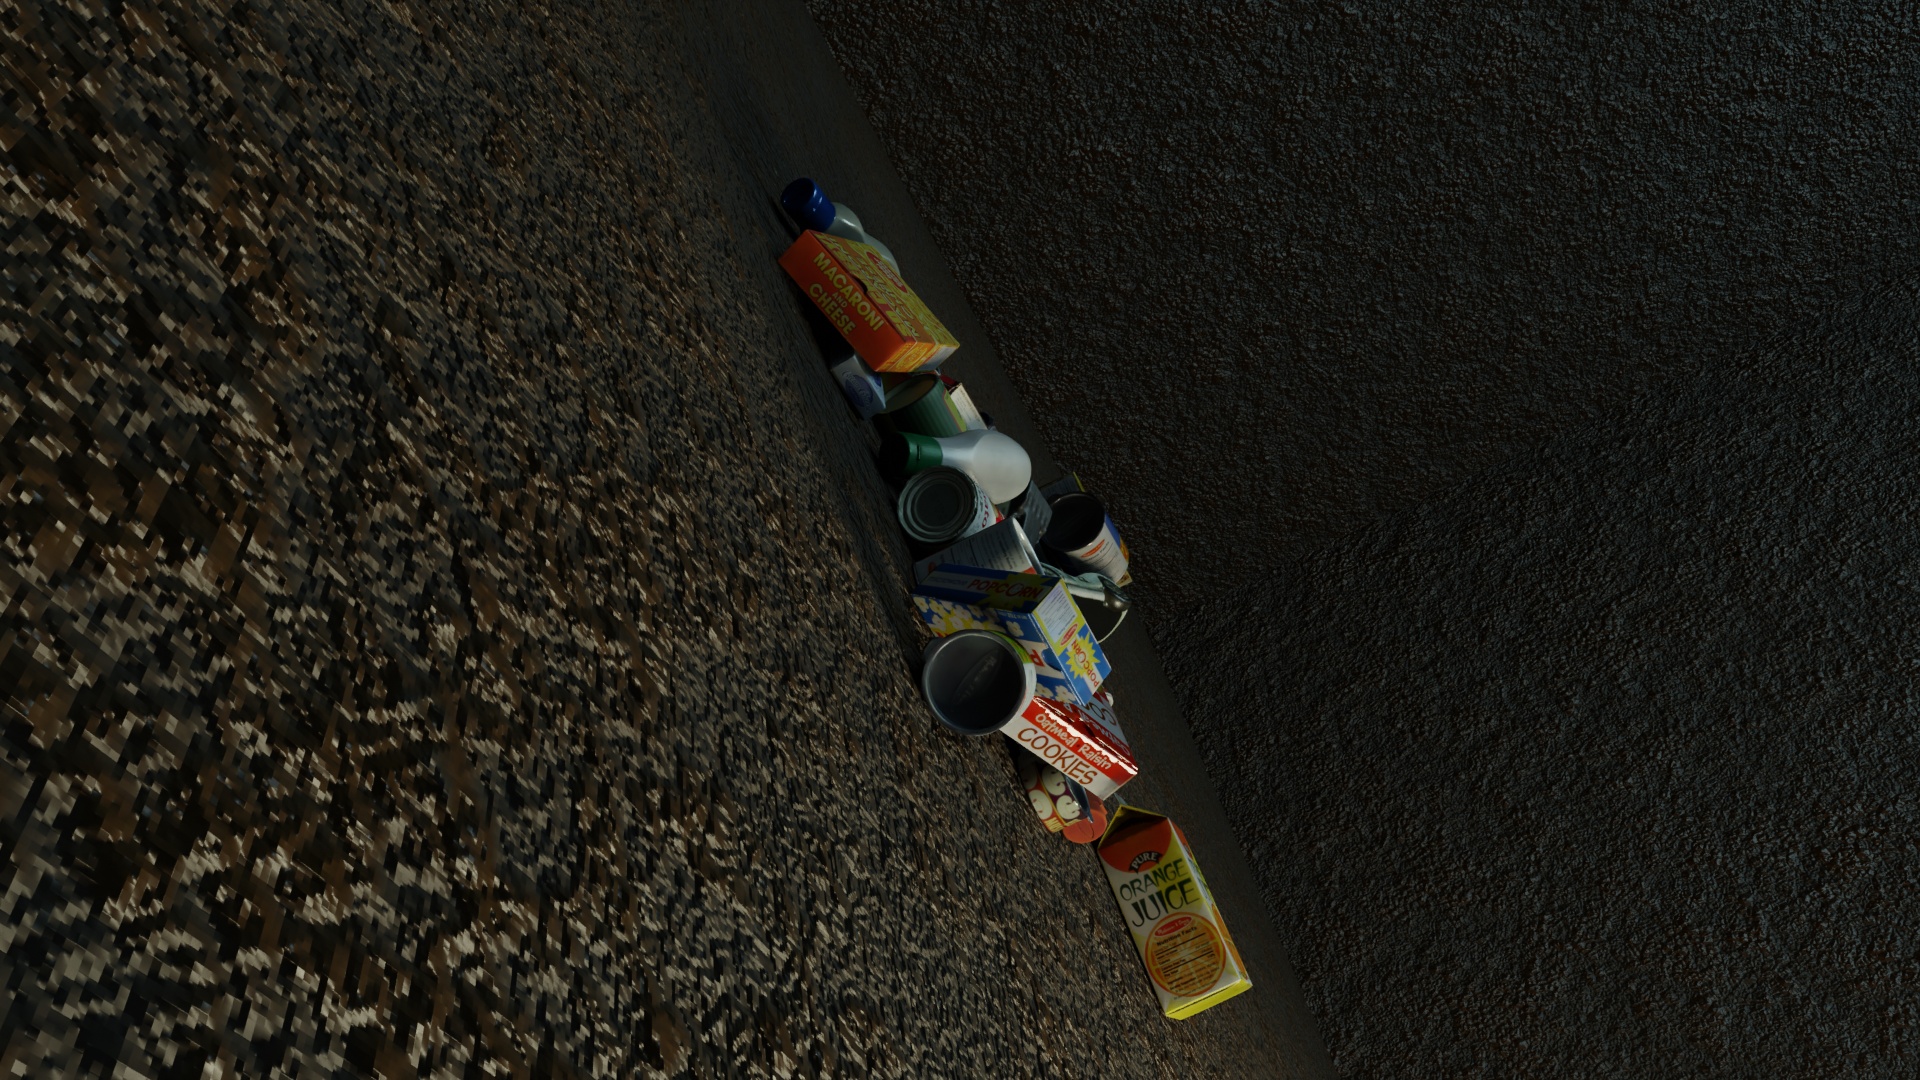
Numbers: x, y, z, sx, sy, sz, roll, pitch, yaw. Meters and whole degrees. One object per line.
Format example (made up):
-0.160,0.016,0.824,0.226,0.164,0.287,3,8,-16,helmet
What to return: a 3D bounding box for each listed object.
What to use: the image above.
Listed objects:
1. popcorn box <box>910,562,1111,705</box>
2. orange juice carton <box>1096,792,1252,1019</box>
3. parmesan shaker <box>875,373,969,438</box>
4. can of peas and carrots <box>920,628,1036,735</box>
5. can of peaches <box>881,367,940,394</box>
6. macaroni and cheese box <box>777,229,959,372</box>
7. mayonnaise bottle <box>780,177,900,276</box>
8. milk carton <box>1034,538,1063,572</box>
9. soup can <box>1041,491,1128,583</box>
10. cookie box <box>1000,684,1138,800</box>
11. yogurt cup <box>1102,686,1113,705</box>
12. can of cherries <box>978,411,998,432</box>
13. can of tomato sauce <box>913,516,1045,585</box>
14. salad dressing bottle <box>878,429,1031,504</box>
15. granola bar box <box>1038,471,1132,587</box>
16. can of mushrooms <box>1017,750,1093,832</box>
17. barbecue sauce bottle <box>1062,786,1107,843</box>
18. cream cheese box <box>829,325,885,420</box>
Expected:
0.033,0.063,0.957,0.126,0.038,0.085,6,-47,49,popcorn box
0.179,0.312,1.220,0.193,0.073,0.071,67,9,27,orange juice carton
-0.023,-0.086,1.213,0.102,0.071,0.071,60,8,-26,parmesan shaker
0.011,0.088,0.886,0.071,0.071,0.058,65,7,8,can of peas and carrots
-0.058,-0.169,1.289,0.071,0.058,0.071,62,8,-15,can of peaches
-0.073,-0.200,1.172,0.124,0.040,0.167,49,15,5,macaroni and cheese box
-0.113,-0.274,1.272,0.147,0.064,0.041,45,16,-56,mayonnaise bottle
0.073,0.049,1.391,0.073,0.072,0.190,67,8,24,milk carton
0.118,0.000,1.335,0.083,0.071,0.071,53,13,-52,soup can
0.063,0.110,1.075,0.123,0.040,0.168,36,17,-26,cookie box
0.100,0.144,1.297,0.054,0.072,0.072,59,4,29,yogurt cup
0.017,-0.098,1.502,0.058,0.071,0.072,61,8,-27,can of cherries
0.017,0.029,1.044,0.071,0.083,0.071,61,8,-15,can of tomato sauce
-0.004,-0.064,1.151,0.148,0.044,0.064,6,83,-48,salad dressing bottle
0.097,0.013,1.469,0.165,0.124,0.039,55,11,-47,granola bar box
0.073,0.191,1.069,0.071,0.033,0.071,62,7,-13,can of mushrooms
0.091,0.188,1.159,0.064,0.043,0.149,59,10,-30,barbecue sauce bottle
-0.086,-0.143,1.147,0.053,0.024,0.104,58,9,-26,cream cheese box
